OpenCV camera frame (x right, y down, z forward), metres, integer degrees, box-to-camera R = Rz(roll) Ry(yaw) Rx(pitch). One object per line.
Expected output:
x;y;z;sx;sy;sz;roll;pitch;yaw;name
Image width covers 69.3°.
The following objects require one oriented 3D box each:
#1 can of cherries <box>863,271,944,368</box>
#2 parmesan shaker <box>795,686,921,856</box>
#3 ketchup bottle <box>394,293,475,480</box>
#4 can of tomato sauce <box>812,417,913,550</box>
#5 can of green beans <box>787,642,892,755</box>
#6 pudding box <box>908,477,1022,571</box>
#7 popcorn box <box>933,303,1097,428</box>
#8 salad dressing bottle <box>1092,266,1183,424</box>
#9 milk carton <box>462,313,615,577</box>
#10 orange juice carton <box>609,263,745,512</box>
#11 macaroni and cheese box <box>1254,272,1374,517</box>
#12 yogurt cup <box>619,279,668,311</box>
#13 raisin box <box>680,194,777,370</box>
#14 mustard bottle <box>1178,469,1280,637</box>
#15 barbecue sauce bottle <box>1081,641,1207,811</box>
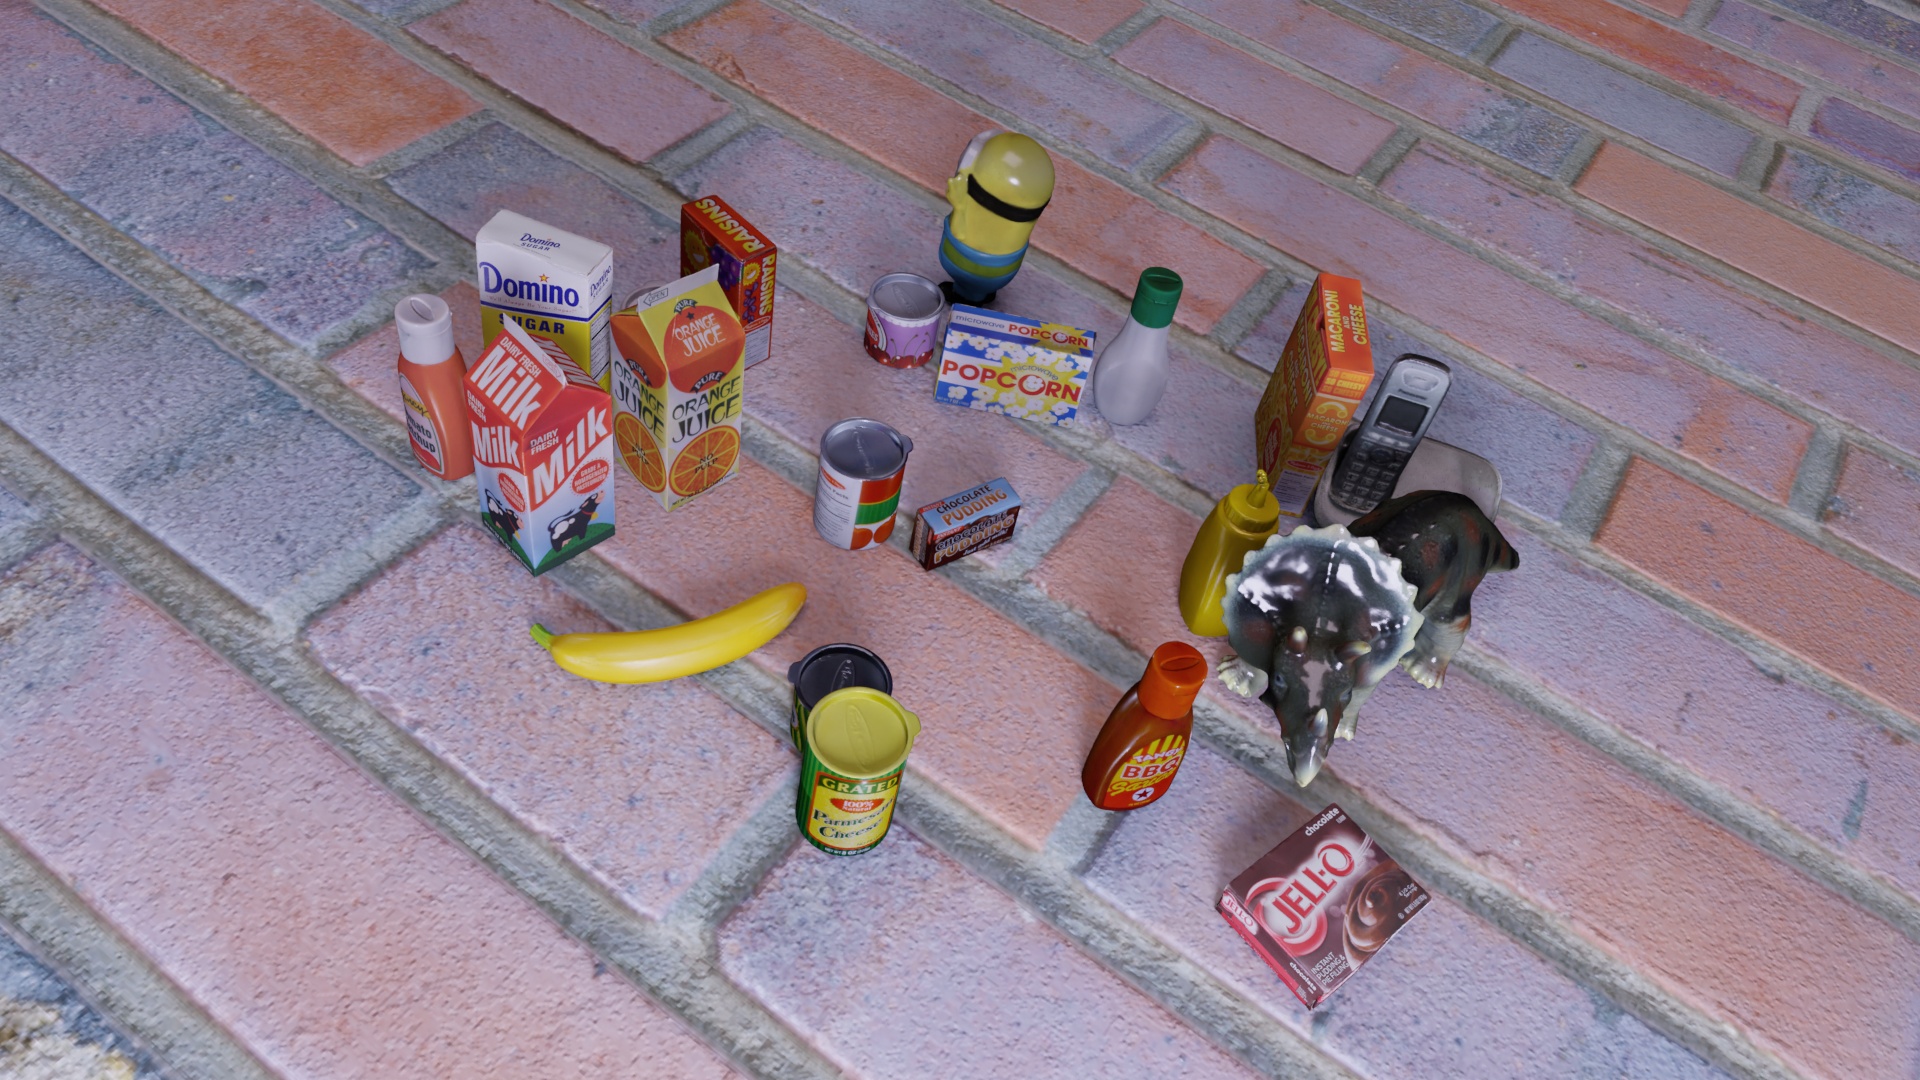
-0.053;-0.194;1.229;0.071;0.058;0.072;6;48;-7;can of cherries
-0.067;0.150;0.890;0.071;0.102;0.072;6;48;-7;parmesan shaker
-0.388;-0.114;1.025;0.044;0.148;0.065;-33;62;-33;ketchup bottle
-0.077;-0.044;1.073;0.071;0.082;0.071;6;48;-7;can of tomato sauce
-0.082;0.113;0.950;0.071;0.057;0.071;6;48;-7;can of green beans
0.004;-0.014;1.086;0.084;0.049;0.030;-21;56;-27;pudding box
0.045;-0.150;1.192;0.127;0.084;0.038;11;48;-2;popcorn box
0.154;-0.165;1.187;0.064;0.146;0.044;8;48;-5;salad dressing bottle
-0.294;-0.069;0.977;0.072;0.189;0.074;41;53;23;milk carton
-0.211;-0.120;1.038;0.072;0.191;0.073;-32;62;-33;orange juice carton
0.292;-0.121;1.165;0.040;0.165;0.124;10;48;-3;macaroni and cheese box
-0.252;-0.175;1.172;0.072;0.053;0.073;6;48;-7;yogurt cup
-0.198;-0.216;1.173;0.040;0.122;0.086;-31;61;-32;raisin box
0.205;0.006;1.038;0.049;0.159;0.065;2;49;-11;mustard bottle
0.126;0.124;0.924;0.065;0.147;0.044;-9;51;-19;barbecue sauce bottle
